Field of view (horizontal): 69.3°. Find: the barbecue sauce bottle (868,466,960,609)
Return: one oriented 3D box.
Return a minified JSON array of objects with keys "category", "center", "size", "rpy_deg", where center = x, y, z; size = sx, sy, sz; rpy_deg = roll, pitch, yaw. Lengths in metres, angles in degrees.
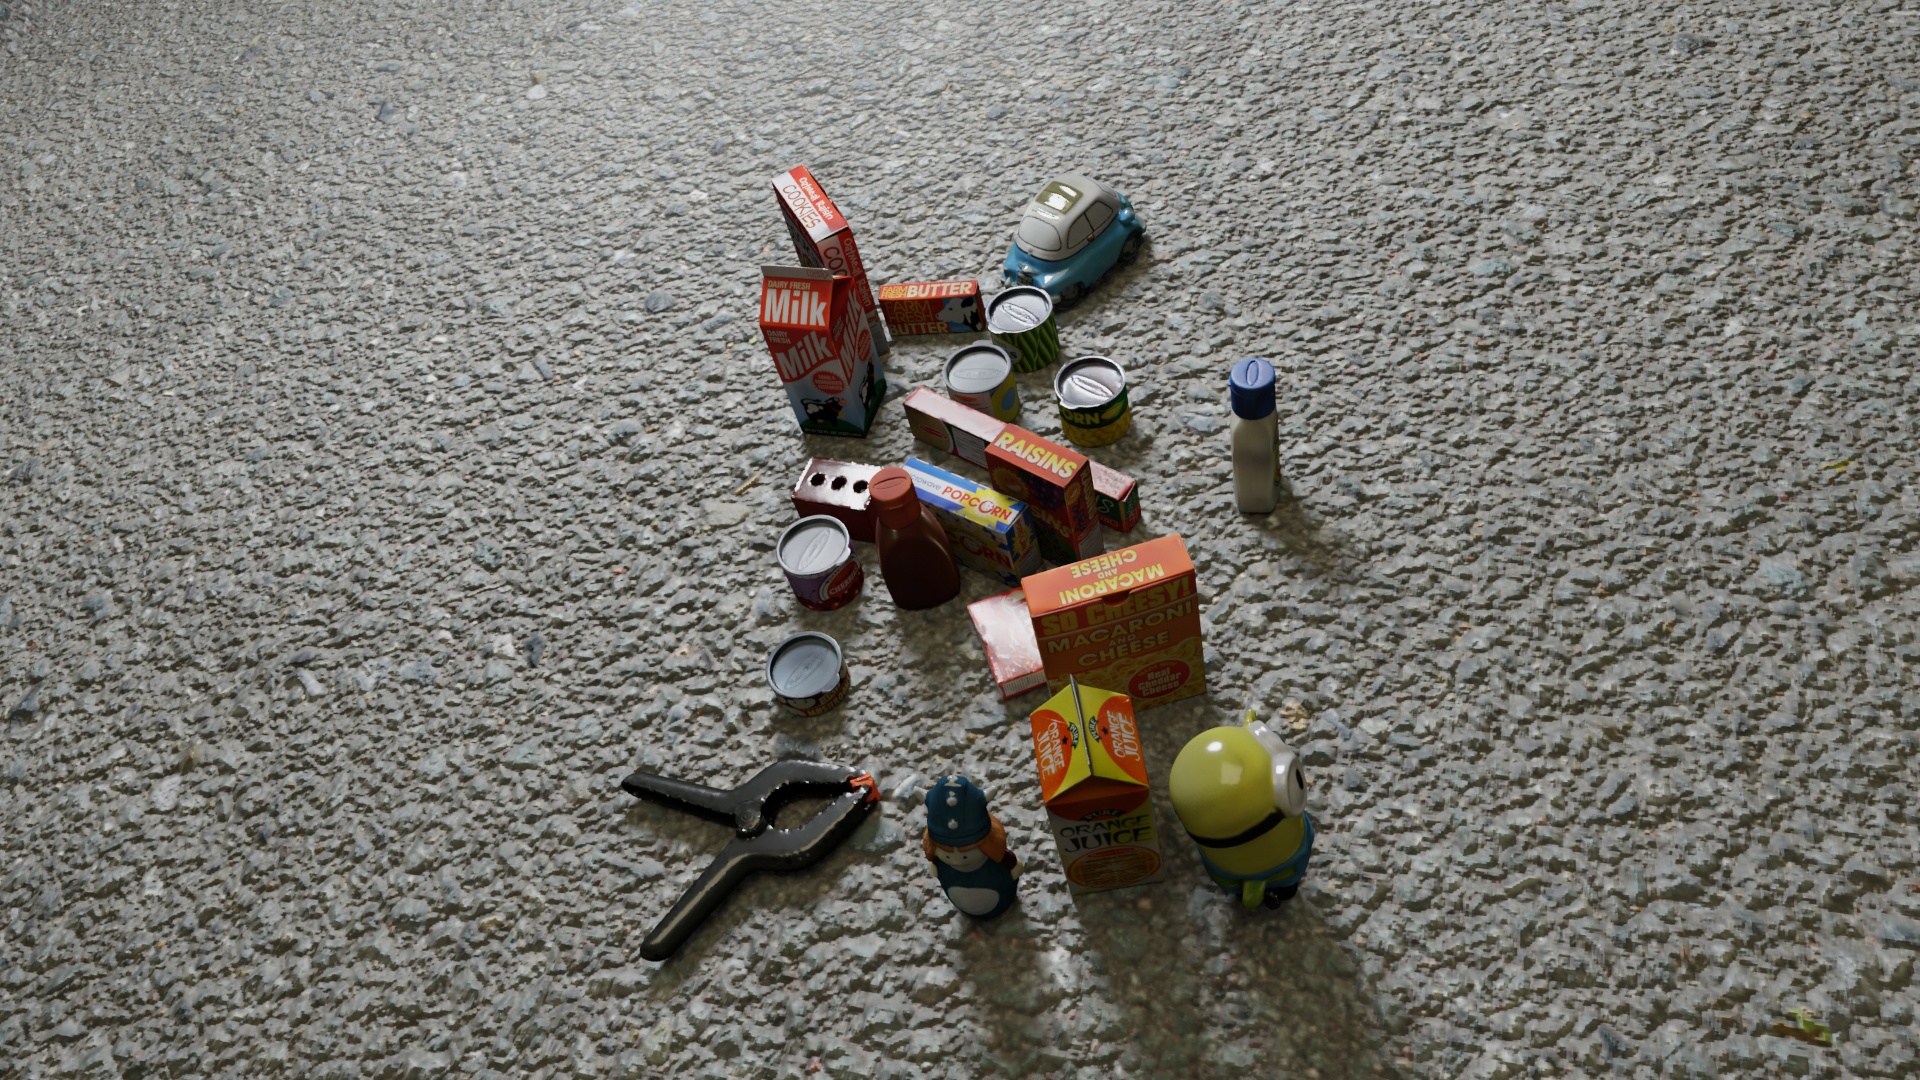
[{"category":"barbecue sauce bottle","center":[-0.043,-0.001,1.170],"size":[0.065,0.147,0.044],"rpy_deg":[-14,51,2]}]

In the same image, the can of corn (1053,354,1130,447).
[{"category":"can of corn","center":[0.122,-0.127,1.290],"size":[0.071,0.058,0.071],"rpy_deg":[-7,51,8]}]

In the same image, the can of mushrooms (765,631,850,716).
[{"category":"can of mushrooms","center":[-0.127,0.114,1.173],"size":[0.071,0.033,0.071],"rpy_deg":[-7,51,8]}]

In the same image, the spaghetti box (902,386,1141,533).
[{"category":"spaghetti box","center":[0.054,-0.075,1.270],"size":[0.250,0.050,0.029],"rpy_deg":[26,62,29]}]

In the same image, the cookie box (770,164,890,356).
[{"category":"cookie box","center":[-0.129,-0.276,1.397],"size":[0.040,0.166,0.123],"rpy_deg":[-28,51,-8]}]

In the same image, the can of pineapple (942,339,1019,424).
[{"category":"can of pineapple","center":[0.022,-0.147,1.329],"size":[0.071,0.057,0.071],"rpy_deg":[-7,51,8]}]

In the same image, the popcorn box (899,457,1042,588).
[{"category":"popcorn box","center":[0.004,-0.015,1.211],"size":[0.127,0.084,0.038],"rpy_deg":[23,61,28]}]

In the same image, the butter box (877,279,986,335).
[{"category":"butter box","center":[-0.029,-0.237,1.416],"size":[0.103,0.053,0.024],"rpy_deg":[-1,52,13]}]

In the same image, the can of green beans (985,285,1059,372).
[{"category":"can of green beans","center":[0.062,-0.208,1.368],"size":[0.071,0.057,0.071],"rpy_deg":[-7,51,8]}]

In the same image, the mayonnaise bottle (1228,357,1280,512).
[{"category":"mayonnaise bottle","center":[0.249,-0.090,1.172],"size":[0.041,0.147,0.065],"rpy_deg":[2,53,15]}]

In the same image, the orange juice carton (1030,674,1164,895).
[{"category":"orange juice carton","center":[0.095,0.173,0.971],"size":[0.073,0.191,0.072],"rpy_deg":[-11,51,5]}]

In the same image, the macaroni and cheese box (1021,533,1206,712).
[{"category":"macaroni and cheese box","center":[0.121,0.075,1.060],"size":[0.124,0.165,0.040],"rpy_deg":[-16,51,0]}]

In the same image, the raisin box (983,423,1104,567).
[{"category":"raisin box","center":[0.073,-0.035,1.186],"size":[0.086,0.122,0.040],"rpy_deg":[28,63,30]}]

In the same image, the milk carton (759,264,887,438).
[{"category":"milk carton","center":[-0.131,-0.187,1.312],"size":[0.072,0.189,0.074],"rpy_deg":[6,54,18]}]

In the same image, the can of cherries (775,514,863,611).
[{"category":"can of cherries","center":[-0.122,0.022,1.229],"size":[0.071,0.058,0.072],"rpy_deg":[-7,51,8]}]
